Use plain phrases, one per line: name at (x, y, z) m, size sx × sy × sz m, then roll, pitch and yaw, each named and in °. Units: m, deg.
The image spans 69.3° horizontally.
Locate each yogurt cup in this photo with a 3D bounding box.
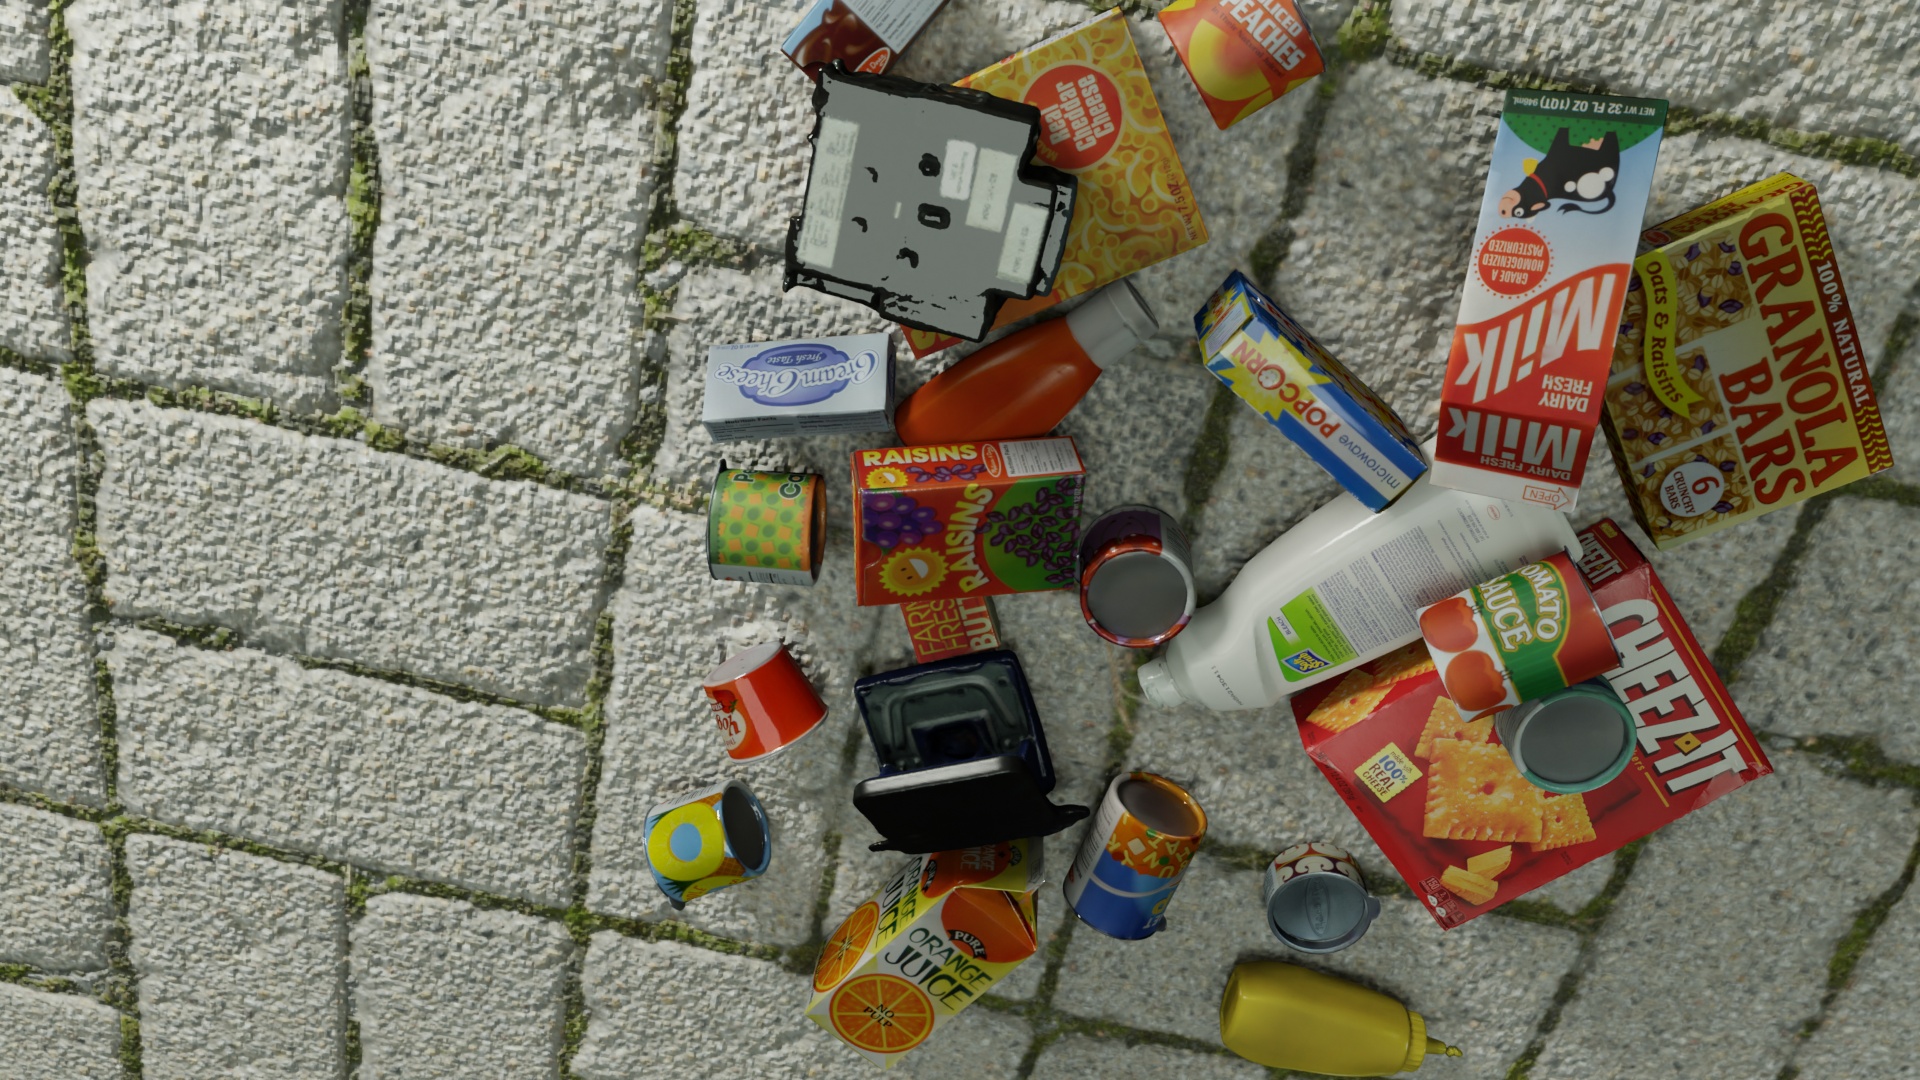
yogurt cup at (-0.122, 0.098, 0.852) m, size 0.072 × 0.072 × 0.054 m, roll -22°, pitch 103°, yaw 14°

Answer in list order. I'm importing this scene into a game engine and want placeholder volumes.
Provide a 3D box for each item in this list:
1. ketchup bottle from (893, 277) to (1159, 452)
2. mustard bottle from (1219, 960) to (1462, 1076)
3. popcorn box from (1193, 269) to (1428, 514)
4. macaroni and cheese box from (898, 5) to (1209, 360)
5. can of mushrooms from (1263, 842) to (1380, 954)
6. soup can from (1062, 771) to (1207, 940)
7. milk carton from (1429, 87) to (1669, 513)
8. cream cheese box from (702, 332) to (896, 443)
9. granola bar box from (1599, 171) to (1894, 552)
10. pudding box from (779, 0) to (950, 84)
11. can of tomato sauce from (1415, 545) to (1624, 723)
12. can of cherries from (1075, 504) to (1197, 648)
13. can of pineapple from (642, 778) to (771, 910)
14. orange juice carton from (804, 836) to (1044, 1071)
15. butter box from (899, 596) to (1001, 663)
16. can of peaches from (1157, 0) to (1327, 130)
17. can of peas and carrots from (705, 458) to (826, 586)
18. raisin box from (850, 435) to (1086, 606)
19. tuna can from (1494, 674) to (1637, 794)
ketchup bottle at (0.038, -0.087, 0.762) m, size 0.148 × 0.044 × 0.064 m, roll -34°, pitch 122°, yaw 18°
mustard bottle at (0.257, 0.327, 0.932) m, size 0.160 × 0.049 × 0.065 m, roll 13°, pitch 115°, yaw -2°
popcorn box at (0.182, -0.079, 0.732) m, size 0.126 × 0.085 × 0.038 m, roll 39°, pitch 113°, yaw -13°
macaroni and cheese box at (0.029, -0.182, 0.723) m, size 0.166 × 0.040 × 0.123 m, roll -21°, pitch 110°, yaw 13°
can of mushrooms at (0.233, 0.231, 0.898) m, size 0.071 × 0.033 × 0.070 m, roll 2°, pitch 114°, yaw 4°
soup can at (0.112, 0.199, 0.875) m, size 0.071 × 0.071 × 0.083 m, roll 19°, pitch 115°, yaw -4°
milk carton at (0.283, -0.113, 0.675) m, size 0.072 × 0.073 × 0.190 m, roll 13°, pitch 98°, yaw 22°
cream cheese box at (-0.088, -0.084, 0.769) m, size 0.104 × 0.053 × 0.024 m, roll -4°, pitch 152°, yaw 6°
granola bar box at (0.401, -0.091, 0.734) m, size 0.124 × 0.039 × 0.165 m, roll -23°, pitch 110°, yaw 16°
pudding box at (-0.045, -0.263, 0.698) m, size 0.049 × 0.030 × 0.083 m, roll 40°, pitch 112°, yaw -14°
can of tomato sauce at (0.290, 0.050, 0.725) m, size 0.083 × 0.071 × 0.071 m, roll -25°, pitch 110°, yaw 18°
can of cherries at (0.099, 0.022, 0.800) m, size 0.071 × 0.058 × 0.071 m, roll 2°, pitch 115°, yaw 4°
can of pineapple at (-0.162, 0.195, 0.896) m, size 0.058 × 0.071 × 0.070 m, roll -21°, pitch 111°, yaw 14°
orange juice carton at (-0.011, 0.254, 0.908) m, size 0.073 × 0.072 × 0.192 m, roll 40°, pitch 112°, yaw -14°
butter box at (-0.013, 0.021, 0.828) m, size 0.053 × 0.024 × 0.103 m, roll -13°, pitch 113°, yaw 10°
can of peaches at (0.136, -0.241, 0.670) m, size 0.058 × 0.071 × 0.071 m, roll -28°, pitch 110°, yaw 17°
can of peas and carrots at (-0.110, -0.010, 0.800) m, size 0.059 × 0.071 × 0.070 m, roll 4°, pitch 115°, yaw 2°
raisin box at (0.003, -0.010, 0.765) m, size 0.123 × 0.040 × 0.085 m, roll -4°, pitch 132°, yaw -8°
tuna can at (0.330, 0.102, 0.753) m, size 0.071 × 0.033 × 0.070 m, roll 2°, pitch 112°, yaw 4°
